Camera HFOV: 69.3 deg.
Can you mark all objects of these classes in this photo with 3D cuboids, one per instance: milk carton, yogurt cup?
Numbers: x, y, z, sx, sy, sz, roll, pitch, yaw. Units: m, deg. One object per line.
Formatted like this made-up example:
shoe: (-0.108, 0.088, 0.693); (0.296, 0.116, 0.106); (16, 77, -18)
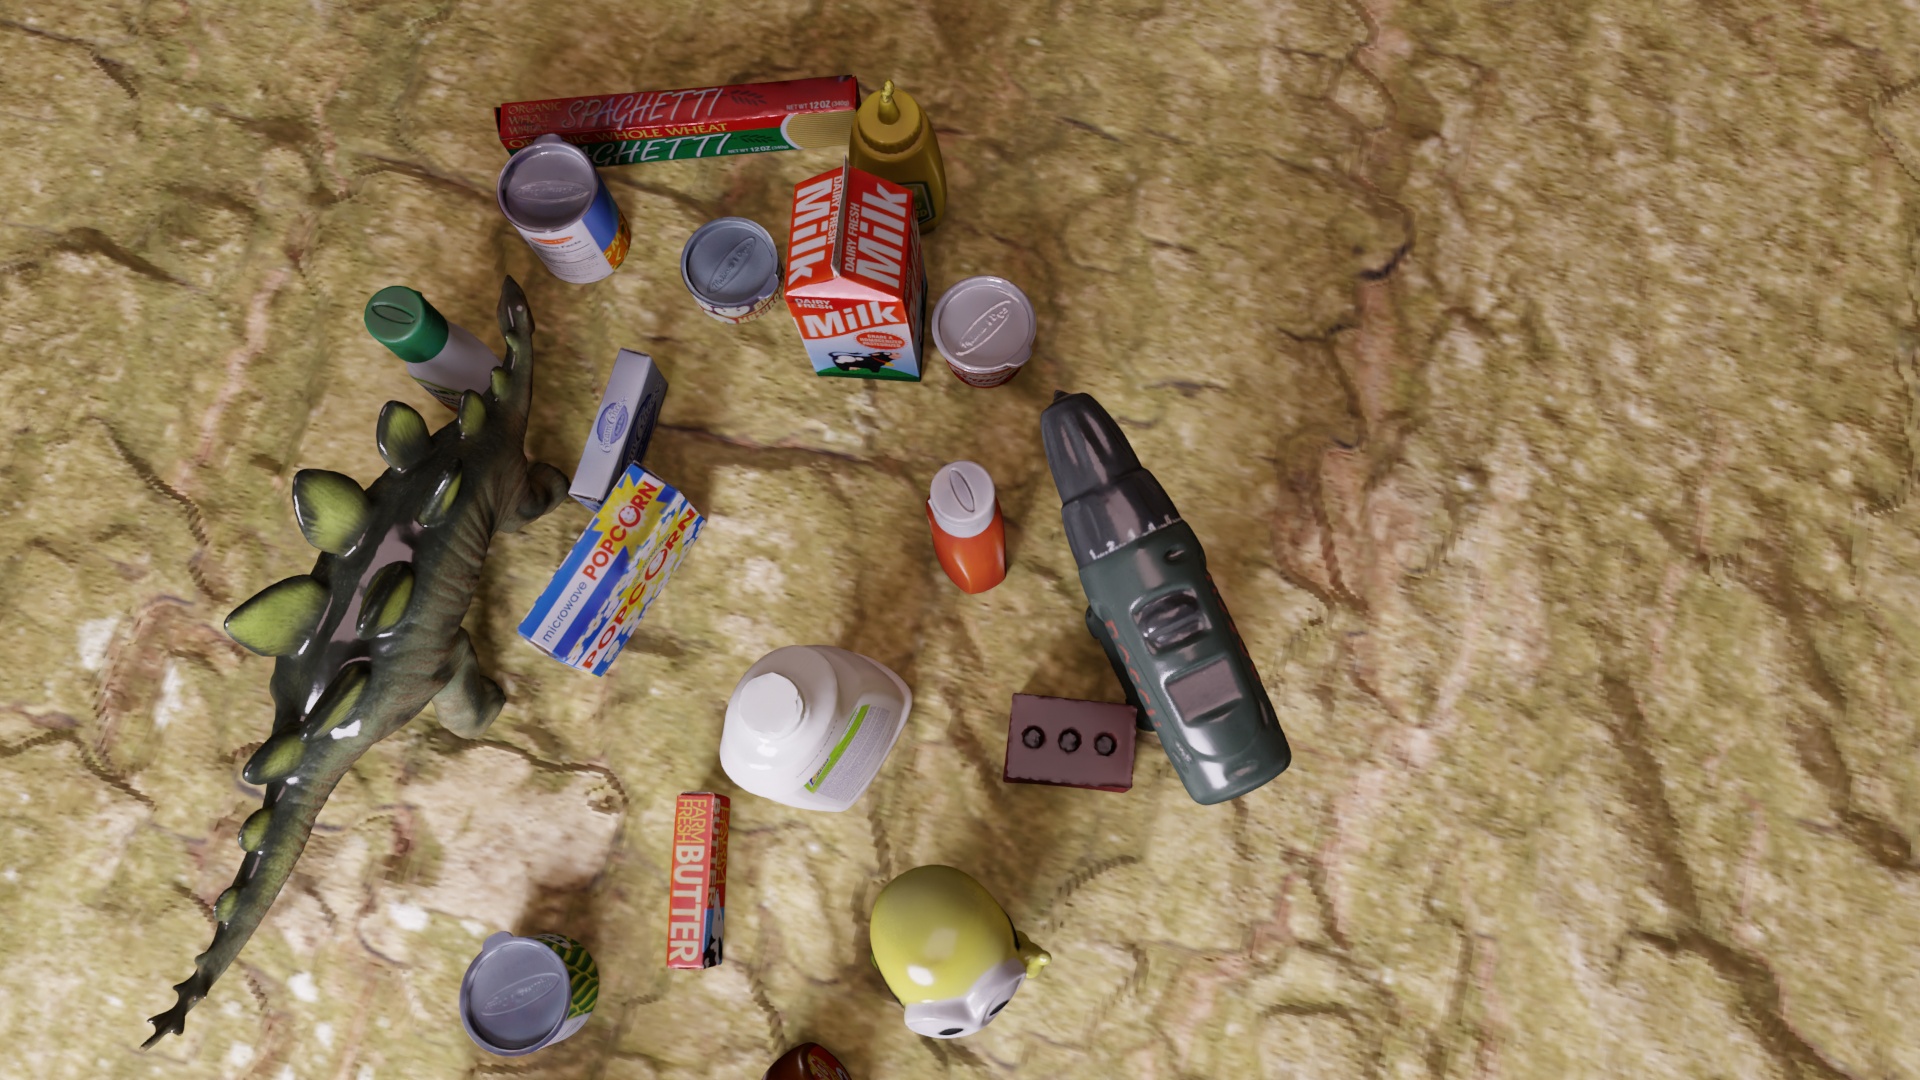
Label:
milk carton: (-0.063, -0.163, 0.861); (0.073, 0.190, 0.072); (3, 77, 3)
yogurt cup: (0.016, -0.135, 0.922); (0.072, 0.054, 0.072); (0, 77, 2)

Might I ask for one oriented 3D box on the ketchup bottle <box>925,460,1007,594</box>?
ketchup bottle: (0.003, -0.011, 0.843); (0.043, 0.148, 0.065); (-25, 77, -4)

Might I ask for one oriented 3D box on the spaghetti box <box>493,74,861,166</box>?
spaghetti box: (-0.194, -0.290, 0.969); (0.250, 0.050, 0.029); (-5, 77, 1)

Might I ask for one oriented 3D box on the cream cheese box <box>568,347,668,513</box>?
cream cheese box: (-0.223, -0.069, 0.914); (0.024, 0.053, 0.104); (15, 77, 5)

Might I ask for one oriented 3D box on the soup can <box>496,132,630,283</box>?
soup can: (-0.265, -0.222, 0.937); (0.071, 0.083, 0.071); (0, 77, 2)

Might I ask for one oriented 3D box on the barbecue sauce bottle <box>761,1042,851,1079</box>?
barbecue sauce bottle: (-0.088, 0.318, 0.766); (0.044, 0.148, 0.065); (-34, 78, -6)

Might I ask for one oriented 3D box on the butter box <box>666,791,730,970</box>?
butter box: (-0.159, 0.206, 0.845); (0.024, 0.053, 0.103); (0, 76, 2)

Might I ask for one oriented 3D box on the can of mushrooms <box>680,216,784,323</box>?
can of mushrooms: (-0.153, -0.183, 0.950); (0.071, 0.033, 0.071); (0, 76, 2)

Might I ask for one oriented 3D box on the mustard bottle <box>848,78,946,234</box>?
mustard bottle: (-0.044, -0.248, 0.897); (0.065, 0.160, 0.049); (-6, 77, 1)

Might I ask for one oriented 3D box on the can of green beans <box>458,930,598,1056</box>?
can of green beans: (-0.256, 0.270, 0.830); (0.071, 0.057, 0.071); (0, 77, 2)

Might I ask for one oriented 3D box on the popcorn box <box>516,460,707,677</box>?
popcorn box: (-0.217, 0.021, 0.876); (0.038, 0.085, 0.127); (31, 79, 9)

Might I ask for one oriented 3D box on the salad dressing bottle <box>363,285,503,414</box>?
salad dressing bottle: (-0.328, -0.117, 0.881); (0.064, 0.147, 0.044); (19, 78, 6)
